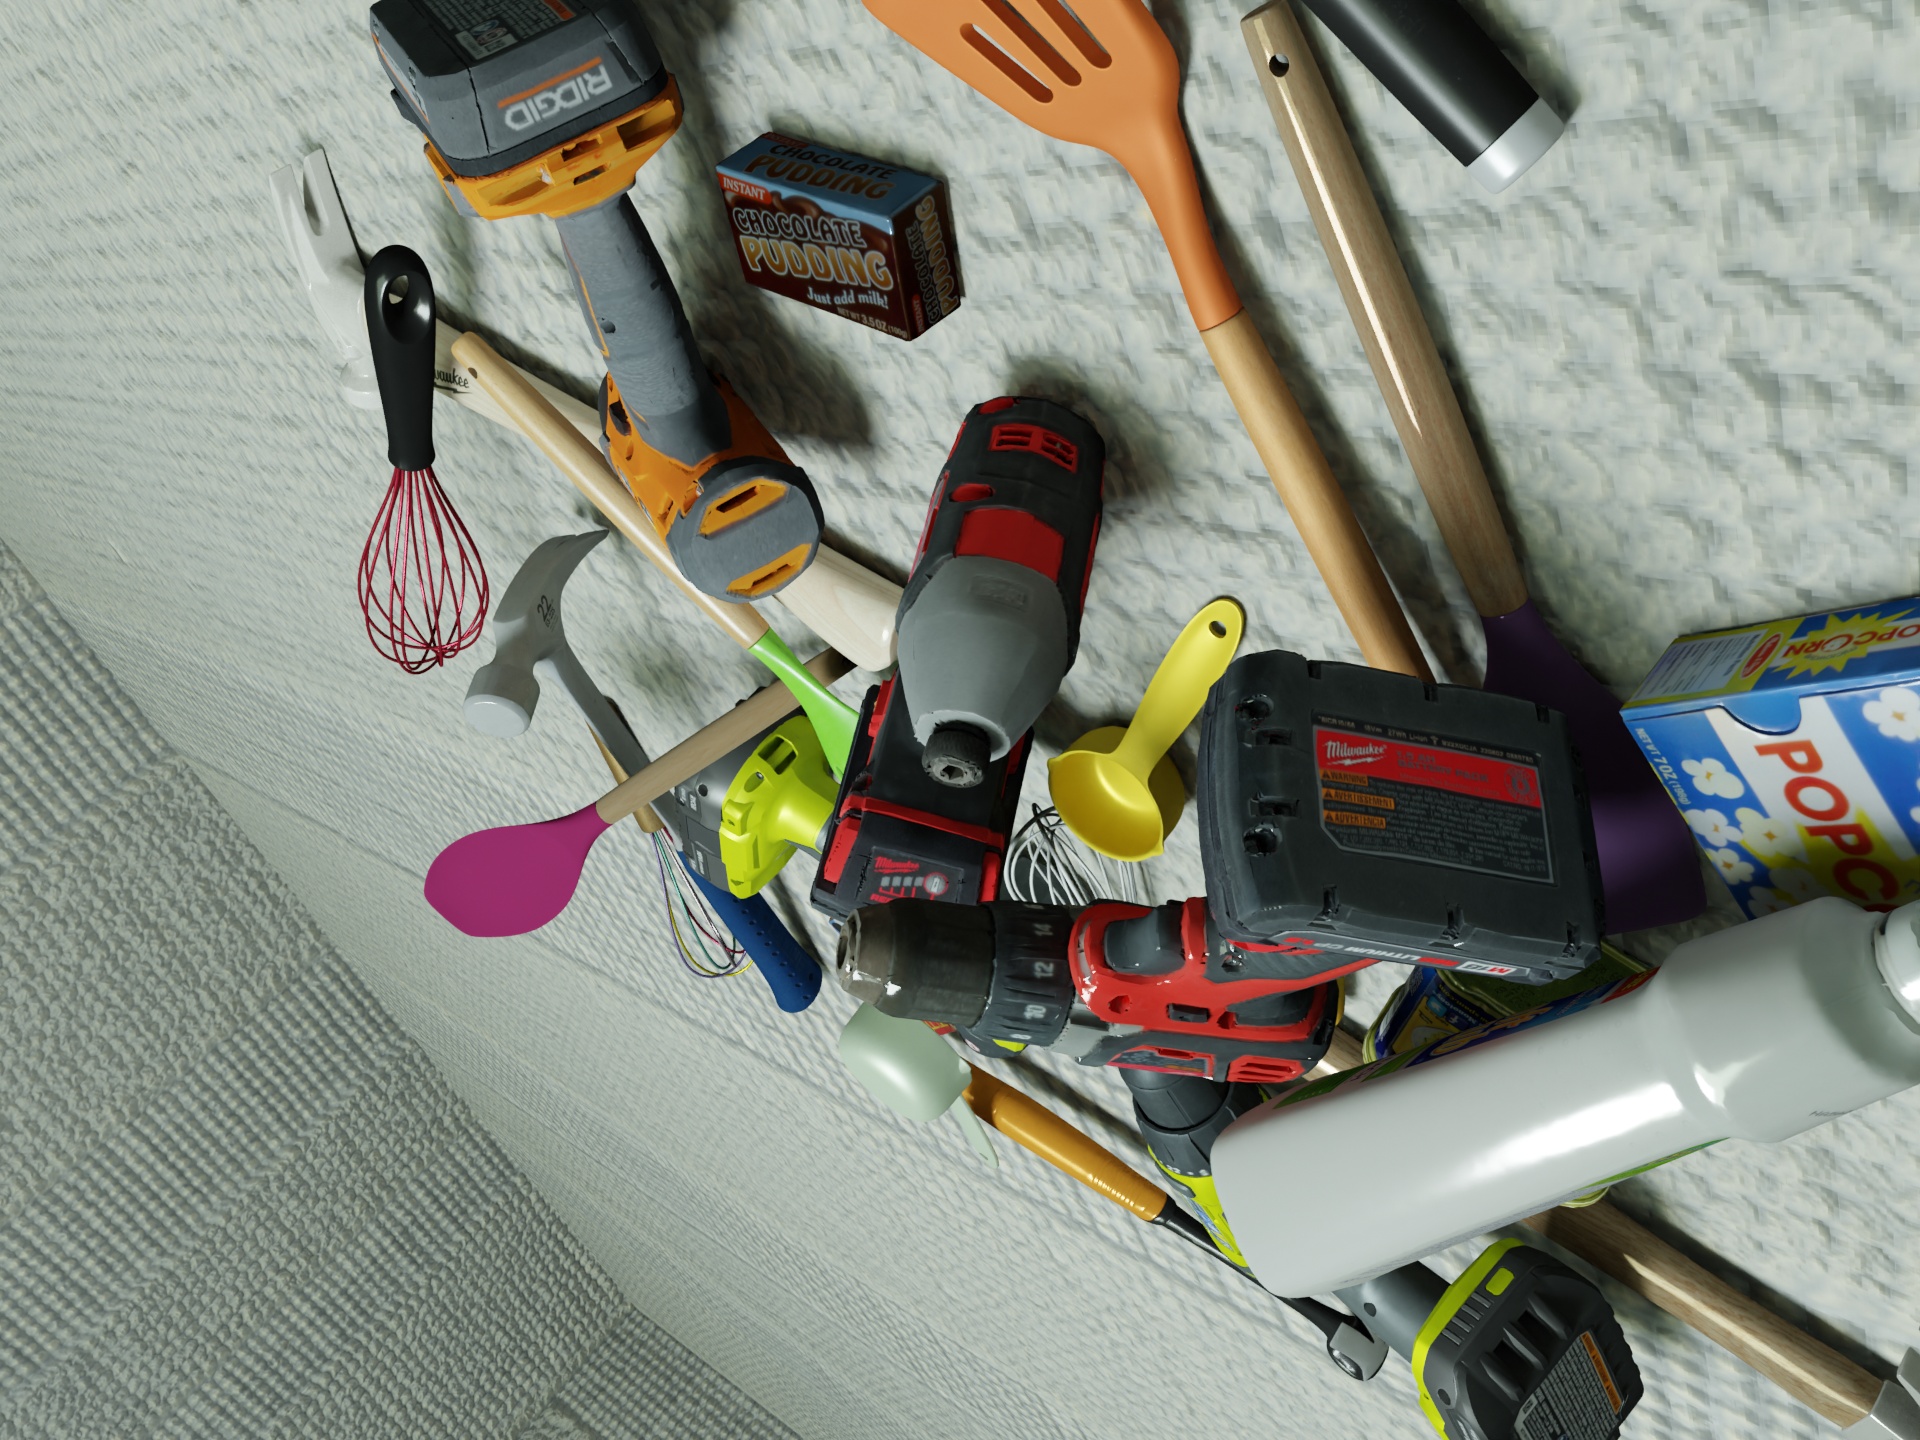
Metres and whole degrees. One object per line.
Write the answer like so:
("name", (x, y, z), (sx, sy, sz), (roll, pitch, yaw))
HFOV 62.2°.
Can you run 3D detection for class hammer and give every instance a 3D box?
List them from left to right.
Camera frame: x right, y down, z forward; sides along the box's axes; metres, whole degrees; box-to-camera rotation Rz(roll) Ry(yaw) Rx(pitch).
("hammer", (-0.184, -0.144, 0.775), (0.411, 0.038, 0.146), (31, 148, 23))
("hammer", (-0.169, 0.057, 0.963), (0.035, 0.144, 0.405), (-5, 141, 17))
("hammer", (0.090, 0.267, 0.922), (0.337, 0.034, 0.127), (27, 162, 29))
("hammer", (0.259, 0.208, 0.657), (0.331, 0.031, 0.130), (32, 150, 23))

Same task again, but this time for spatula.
("spatula", (0.083, -0.094, 0.473), (0.081, 0.041, 0.322), (-5, 122, 54))
("spatula", (0.148, -0.054, 0.464), (0.060, 0.018, 0.315), (-16, 117, 29))

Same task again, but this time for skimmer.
("skimmer", (-0.002, -0.247, 0.338), (0.363, 0.090, 0.127), (45, 121, -5))

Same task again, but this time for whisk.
("whisk", (-0.286, -0.125, 0.833), (0.073, 0.073, 0.295), (37, 143, 14))
("whisk", (-0.199, 0.086, 1.104), (0.047, 0.051, 0.244), (-2, 126, 27))
("whisk", (0.083, 0.127, 0.769), (0.246, 0.059, 0.058), (61, 175, -36))

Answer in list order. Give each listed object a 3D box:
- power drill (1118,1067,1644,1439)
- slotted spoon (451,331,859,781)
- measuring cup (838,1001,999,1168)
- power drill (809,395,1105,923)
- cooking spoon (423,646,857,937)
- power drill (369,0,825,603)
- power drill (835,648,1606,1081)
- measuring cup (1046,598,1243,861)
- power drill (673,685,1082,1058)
("power drill", (0.171, 0.229, 0.708), (0.229, 0.080, 0.190), (30, 159, 49))
("slotted spoon", (-0.112, -0.055, 0.725), (0.313, 0.031, 0.070), (46, 146, -14))
("measuring cup", (-0.018, 0.225, 0.921), (0.083, 0.038, 0.167), (18, 146, 43))
("power drill", (-0.001, -0.002, 0.600), (0.078, 0.143, 0.219), (14, 148, -2))
("cooking spoon", (-0.165, 0.036, 0.821), (0.319, 0.017, 0.068), (-31, 114, 26))
("power drill", (-0.135, -0.170, 0.613), (0.164, 0.084, 0.226), (51, 166, 45))
("power drill", (0.072, 0.063, 0.521), (0.187, 0.080, 0.226), (10, 153, -15))
("measuring cup", (0.082, -0.001, 0.634), (0.062, 0.029, 0.156), (39, 140, 11))
("power drill", (-0.043, 0.093, 0.862), (0.223, 0.080, 0.171), (33, 150, 16))
